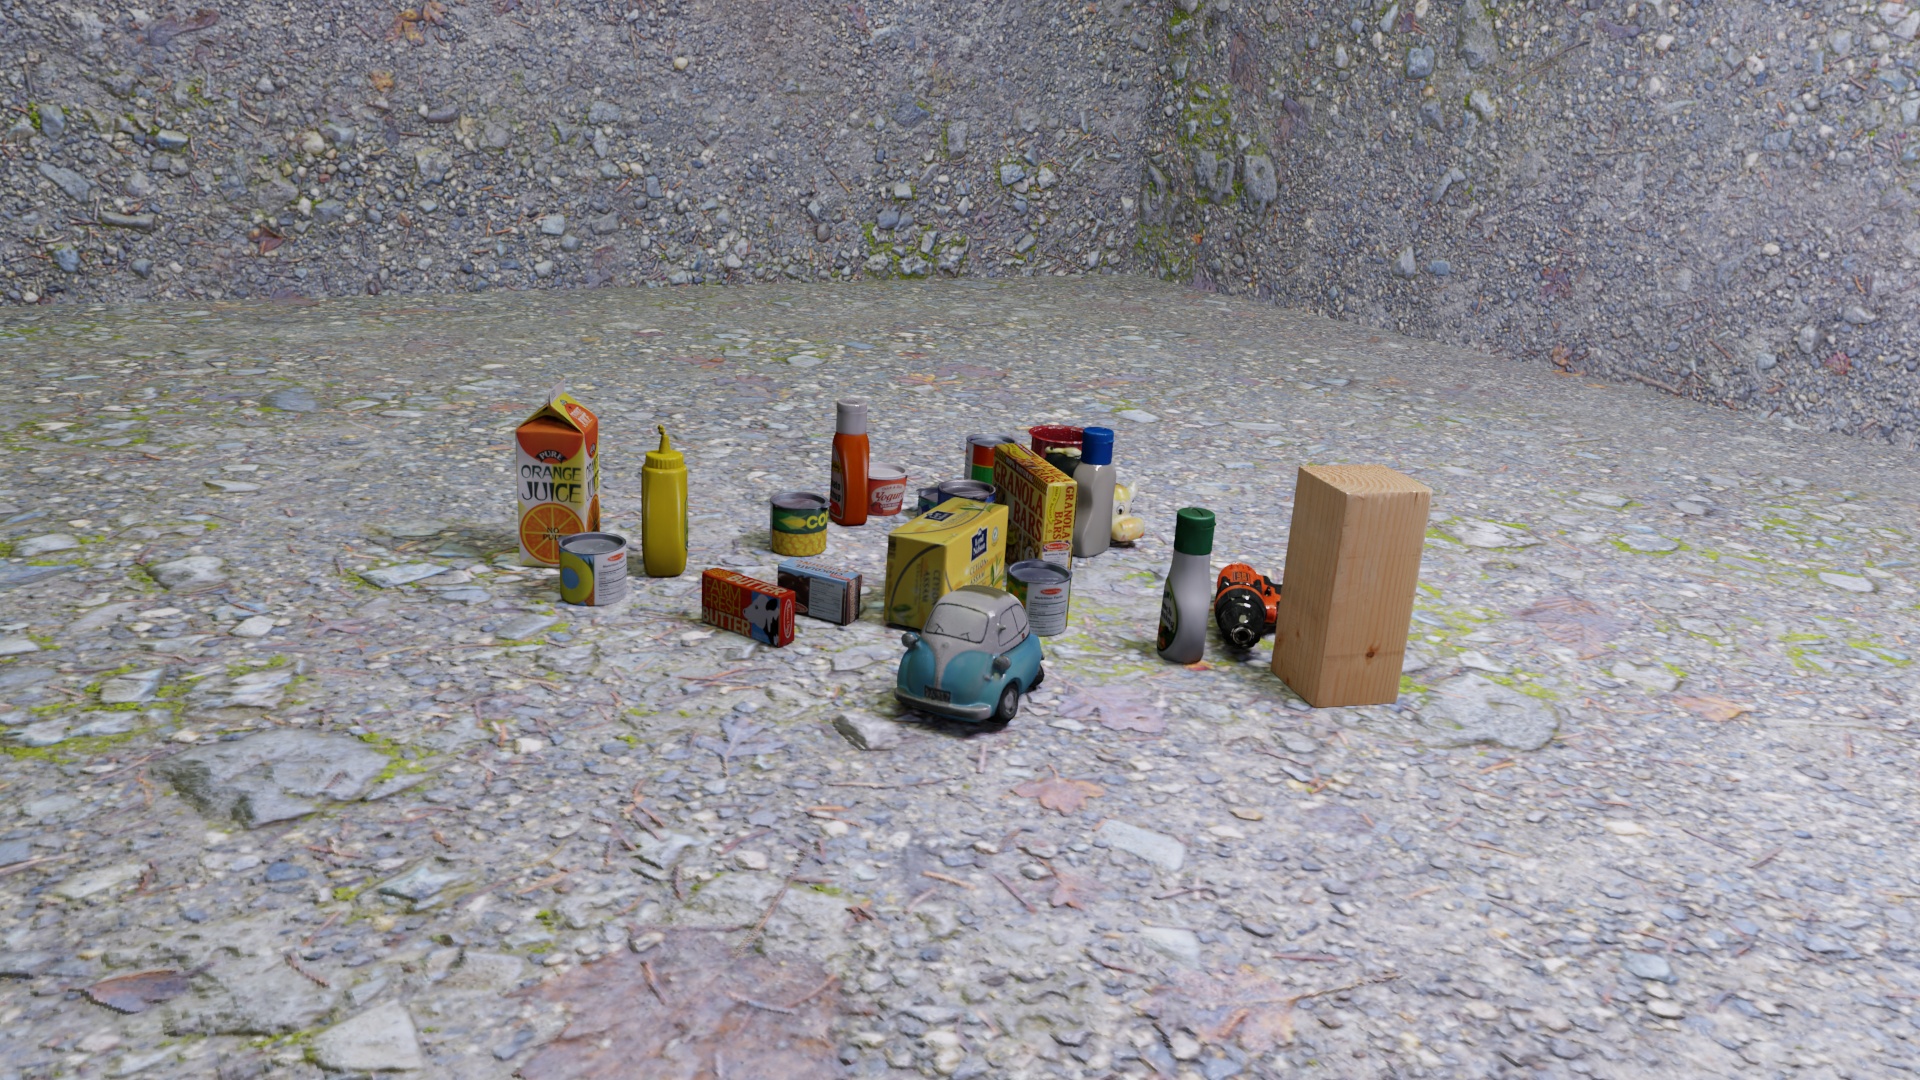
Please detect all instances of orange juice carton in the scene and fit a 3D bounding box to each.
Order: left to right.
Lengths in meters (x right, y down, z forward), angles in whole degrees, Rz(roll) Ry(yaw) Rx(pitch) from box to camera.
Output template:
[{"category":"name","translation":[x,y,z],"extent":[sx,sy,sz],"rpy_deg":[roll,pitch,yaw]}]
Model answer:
[{"category":"orange juice carton","translation":[-0.426,-0.072,1.476],"extent":[0.073,0.192,0.072],"rpy_deg":[3,18,-3]}]

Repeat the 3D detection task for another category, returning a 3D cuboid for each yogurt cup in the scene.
[{"category":"yogurt cup","translation":[-0.100,-0.064,1.736],"extent":[0.072,0.053,0.072],"rpy_deg":[4,18,-1]}]

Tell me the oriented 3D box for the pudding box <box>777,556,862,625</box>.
[{"category":"pudding box","translation":[-0.142,0.050,1.393],"extent":[0.084,0.049,0.030],"rpy_deg":[12,20,24]}]

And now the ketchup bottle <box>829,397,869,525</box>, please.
[{"category":"ketchup bottle","translation":[-0.133,-0.096,1.676],"extent":[0.043,0.148,0.065],"rpy_deg":[-4,20,-23]}]

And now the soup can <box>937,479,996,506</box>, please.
[{"category":"soup can","translation":[0.006,-0.020,1.579],"extent":[0.071,0.083,0.071],"rpy_deg":[4,18,-1]}]

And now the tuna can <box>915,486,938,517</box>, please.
[{"category":"tuna can","translation":[-0.023,-0.042,1.721],"extent":[0.071,0.032,0.071],"rpy_deg":[4,18,-1]}]

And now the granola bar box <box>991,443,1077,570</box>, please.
[{"category":"granola bar box","translation":[0.079,-0.028,1.556],"extent":[0.039,0.123,0.166],"rpy_deg":[-3,19,-19]}]

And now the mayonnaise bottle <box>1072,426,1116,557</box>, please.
[{"category":"mayonnaise bottle","translation":[0.154,-0.057,1.620],"extent":[0.041,0.147,0.065],"rpy_deg":[17,22,35]}]

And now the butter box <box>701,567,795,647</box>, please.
[{"category":"butter box","translation":[-0.205,0.063,1.336],"extent":[0.103,0.053,0.024],"rpy_deg":[15,21,31]}]

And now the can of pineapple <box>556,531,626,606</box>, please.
[{"category":"can of pineapple","translation":[-0.372,0.028,1.400],"extent":[0.071,0.057,0.071],"rpy_deg":[4,18,-1]}]

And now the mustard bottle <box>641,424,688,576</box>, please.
[{"category":"mustard bottle","translation":[-0.312,-0.044,1.465],"extent":[0.049,0.159,0.065],"rpy_deg":[0,18,-13]}]

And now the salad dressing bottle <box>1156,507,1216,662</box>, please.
[{"category":"salad dressing bottle","translation":[0.219,0.042,1.335],"extent":[0.044,0.147,0.064],"rpy_deg":[2,18,-7]}]

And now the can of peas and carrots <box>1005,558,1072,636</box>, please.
[{"category":"can of peas and carrots","translation":[0.077,0.057,1.403],"extent":[0.071,0.058,0.071],"rpy_deg":[4,18,-1]}]

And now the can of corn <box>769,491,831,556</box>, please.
[{"category":"can of corn","translation":[-0.182,-0.018,1.576],"extent":[0.071,0.058,0.071],"rpy_deg":[4,18,-1]}]

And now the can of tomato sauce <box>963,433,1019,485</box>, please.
[{"category":"can of tomato sauce","translation":[0.040,-0.090,1.797],"extent":[0.071,0.082,0.071],"rpy_deg":[4,18,-1]}]
